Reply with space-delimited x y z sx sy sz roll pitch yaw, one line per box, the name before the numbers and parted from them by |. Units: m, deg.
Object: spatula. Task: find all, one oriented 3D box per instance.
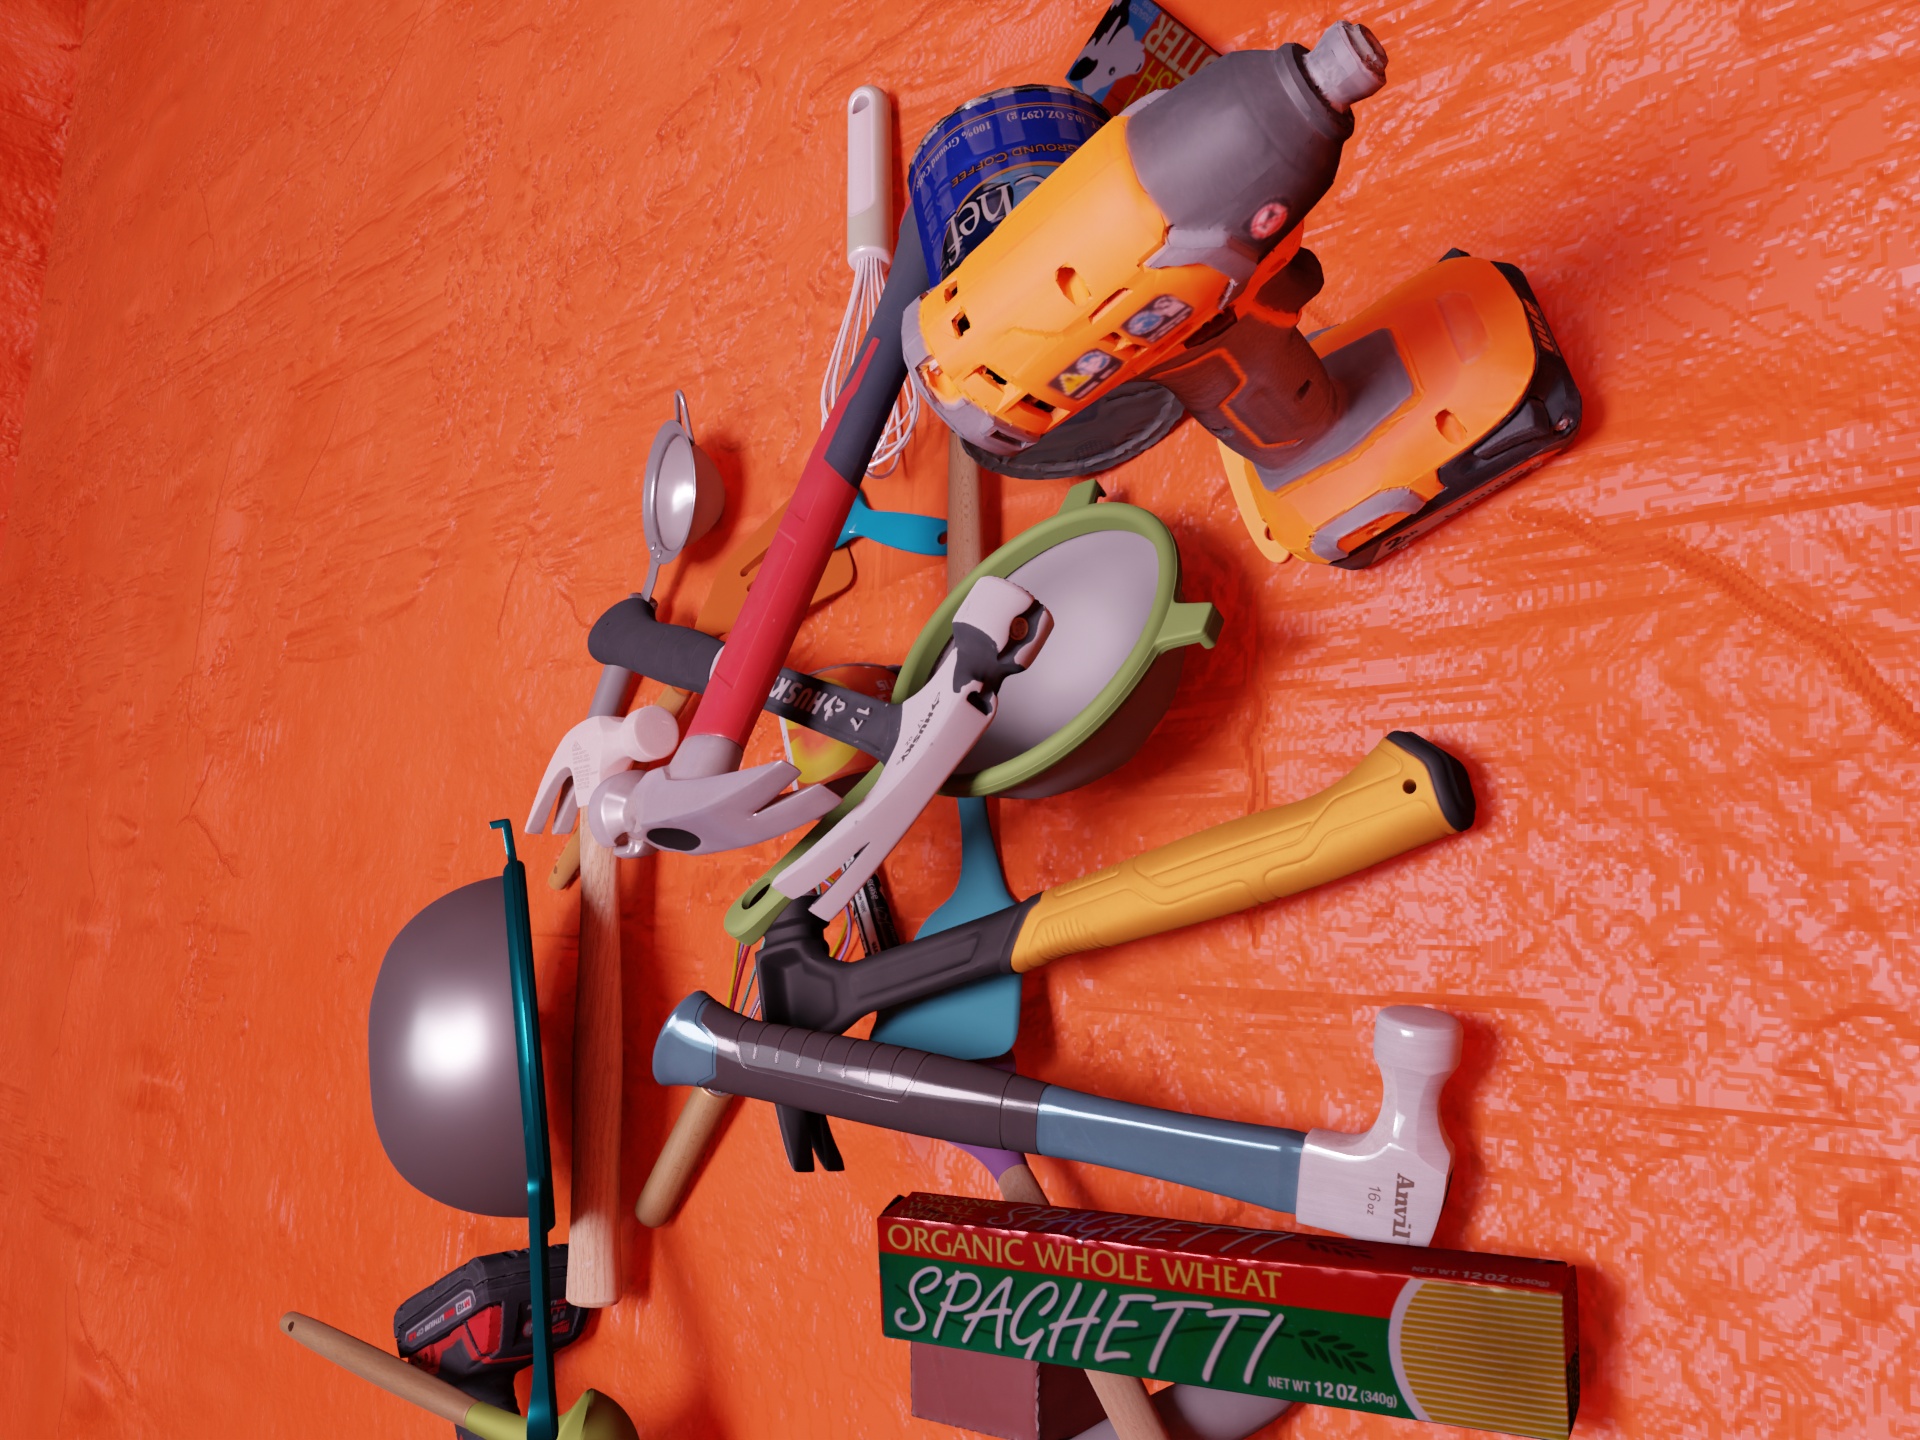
spatula | -0.168 -0.002 0.949 0.322 0.041 0.081 -52 48 31
spatula | 0.030 0.206 0.647 0.060 0.018 0.316 -34 40 0
spatula | -0.001 -0.002 0.750 0.082 0.044 0.318 -9 77 37

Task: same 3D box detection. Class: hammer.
hammer | -0.108 -0.016 0.776 0.149 0.036 0.409 -57 30 -9
hammer | -0.049 -0.116 0.724 0.143 0.038 0.387 -13 48 47
hammer | 0.049 0.088 0.651 0.337 0.034 0.127 -24 63 30
hammer | -0.210 0.163 0.918 0.130 0.031 0.331 -13 74 47
hammer | 0.021 0.152 0.623 0.331 0.033 0.128 6 96 25

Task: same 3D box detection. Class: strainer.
strainer | -0.270 0.229 0.856 0.341 0.095 0.210 -111 22 -47
strainer | 0.008 0.020 0.686 0.256 0.069 0.152 -43 32 9
strainer | -0.192 -0.078 0.976 0.087 0.050 0.258 50 123 48

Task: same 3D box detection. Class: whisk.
whisk | -0.125 0.176 0.849 0.051 0.047 0.245 47 118 40
whisk | -0.050 -0.242 0.858 0.058 0.059 0.246 -14 66 31
whisk | 0.020 0.295 0.597 0.239 0.055 0.055 -27 57 3

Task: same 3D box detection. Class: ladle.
ladle | -0.285 0.363 0.852 0.320 0.062 0.078 3 68 38

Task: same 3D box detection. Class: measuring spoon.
measuring spoon | -0.045 -0.106 0.836 0.129 0.021 0.042 18 80 45
measuring spoon | 0.121 -0.118 0.679 0.021 0.011 0.117 -32 63 38

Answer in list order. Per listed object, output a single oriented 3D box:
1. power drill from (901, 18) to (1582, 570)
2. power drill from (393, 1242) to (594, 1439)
power drill | 0.113 -0.133 0.529 0.164 0.226 0.084 -34 59 37
power drill | -0.229 0.413 0.883 0.188 0.080 0.227 -37 60 33
